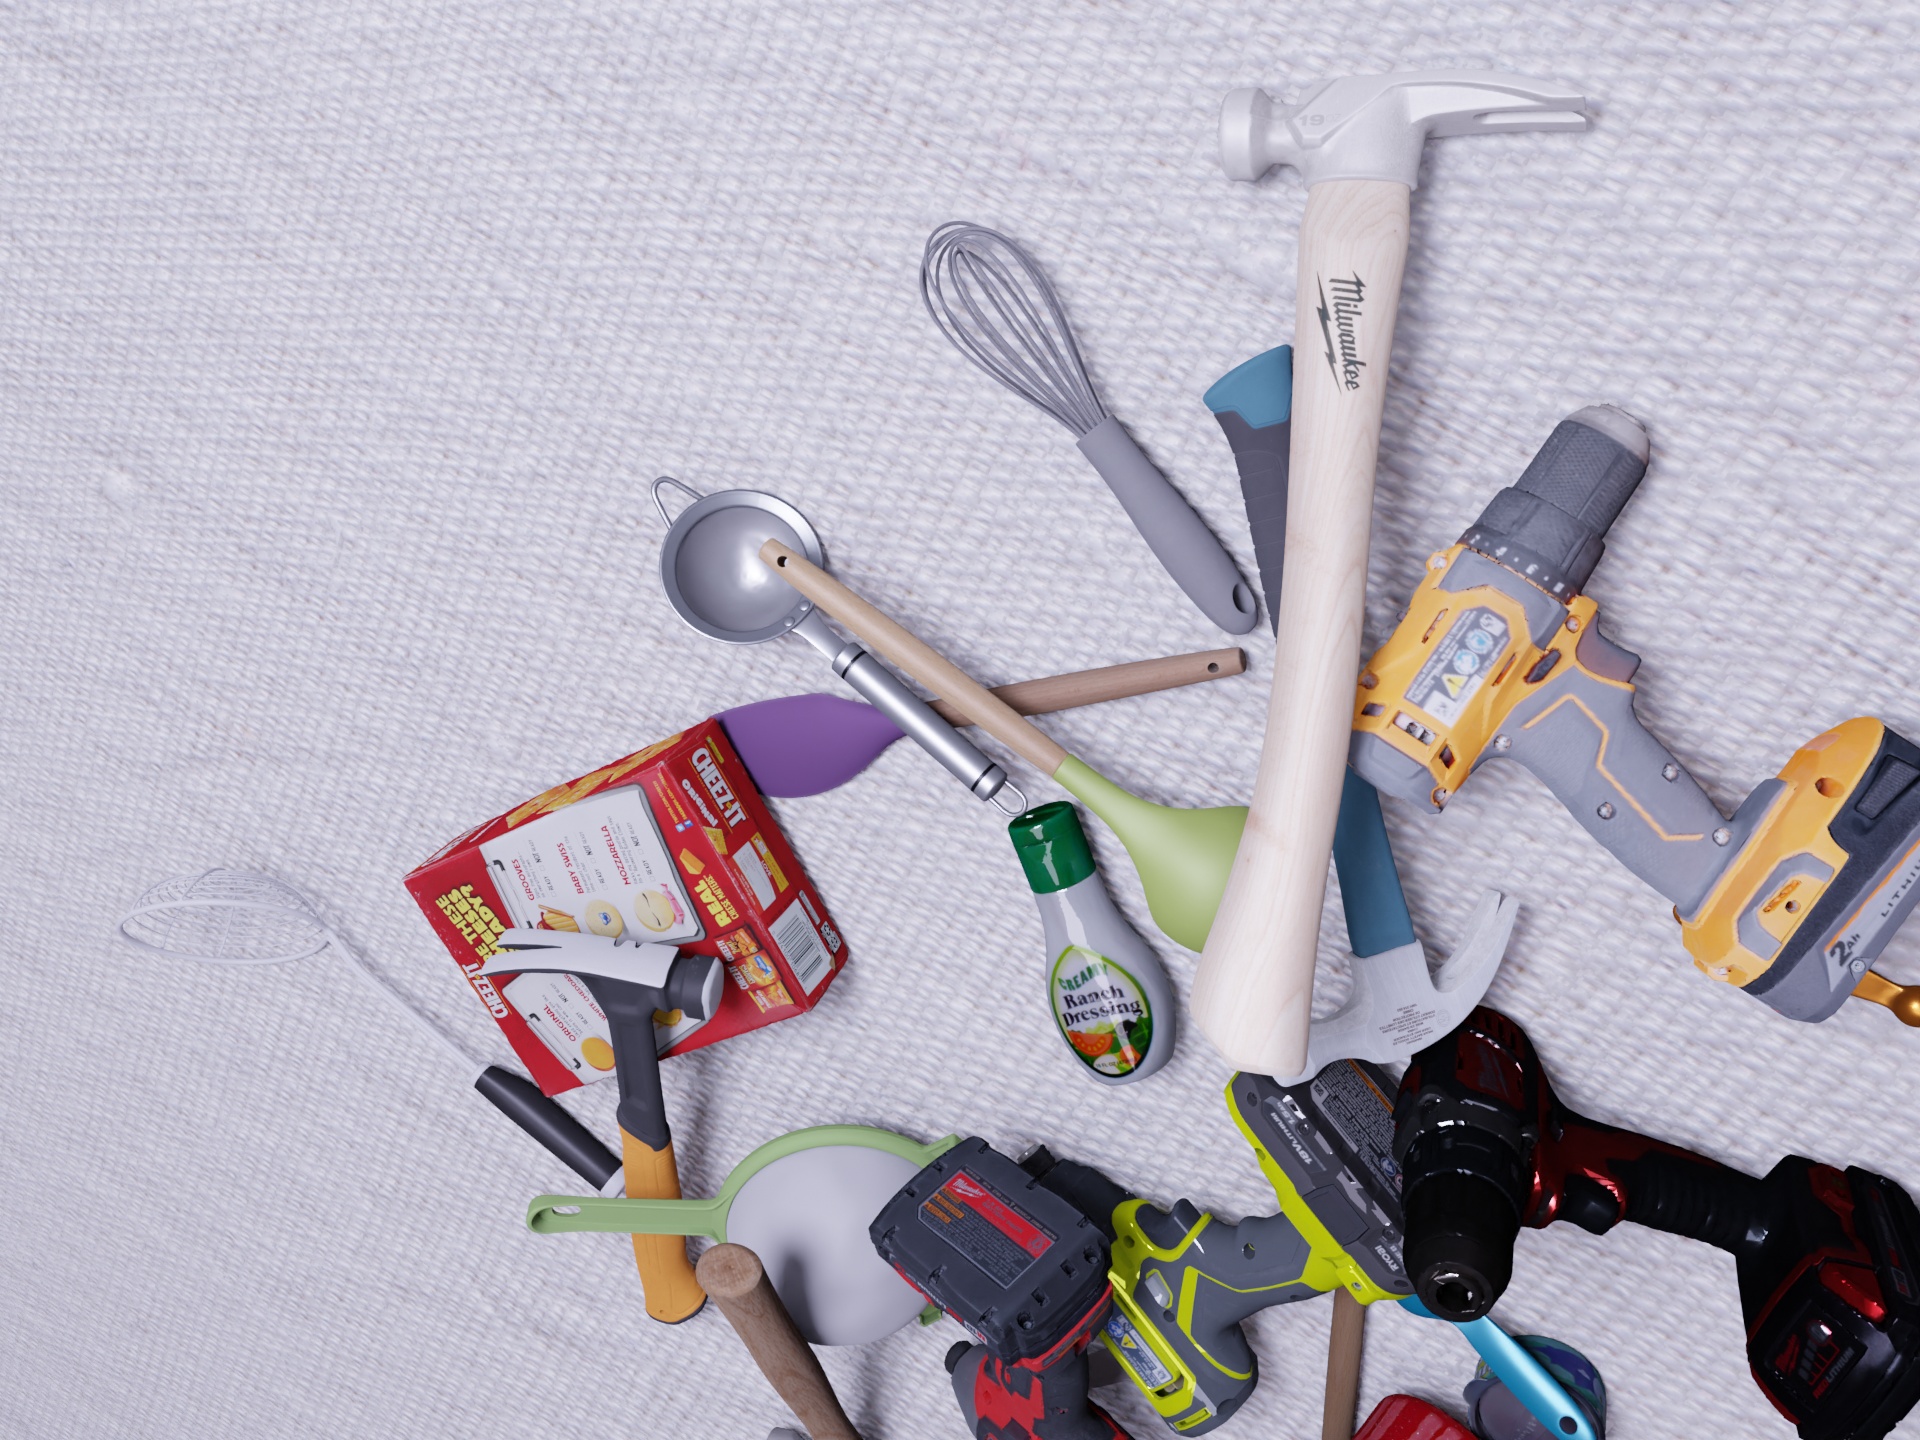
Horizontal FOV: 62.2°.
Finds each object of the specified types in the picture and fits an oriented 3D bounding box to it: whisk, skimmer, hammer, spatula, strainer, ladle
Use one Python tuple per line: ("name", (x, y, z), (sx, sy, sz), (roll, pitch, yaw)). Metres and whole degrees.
("whisk", (0.063, -0.135, 0.748), (0.055, 0.055, 0.239), (-37, 94, 29))
("skimmer", (-0.380, 0.216, 1.039), (0.363, 0.090, 0.127), (37, 151, 5))
("hammer", (-0.194, 0.253, 0.944), (0.127, 0.034, 0.336), (7, 129, 7))
("hammer", (-0.087, 0.386, 0.917), (0.130, 0.031, 0.331), (6, 139, 17))
("spatula", (-0.001, -0.003, 0.836), (0.316, 0.018, 0.059), (-11, 106, 28))
("strainer", (-0.065, -0.035, 0.830), (0.258, 0.050, 0.087), (41, 74, 10))
("hammer", (0.168, -0.005, 0.730), (0.128, 0.033, 0.331), (-15, 96, -6))
("strainer", (-0.120, 0.305, 0.906), (0.256, 0.069, 0.151), (5, 119, -7))
("hammer", (0.158, -0.060, 0.651), (0.146, 0.038, 0.410), (6, 88, 24))
("ladle", (0.030, 0.006, 0.795), (0.320, 0.062, 0.078), (36, 97, 8))

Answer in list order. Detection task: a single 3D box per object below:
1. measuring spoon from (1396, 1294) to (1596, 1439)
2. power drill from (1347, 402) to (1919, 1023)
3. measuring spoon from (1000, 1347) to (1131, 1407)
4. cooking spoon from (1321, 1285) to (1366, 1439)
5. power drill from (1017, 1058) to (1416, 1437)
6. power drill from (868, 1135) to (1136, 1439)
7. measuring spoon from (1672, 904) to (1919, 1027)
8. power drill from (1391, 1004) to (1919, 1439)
("measuring spoon", (0.264, 0.313, 0.798), (0.129, 0.021, 0.042), (45, 106, 31))
("power drill", (0.292, -0.006, 0.662), (0.226, 0.084, 0.185), (34, 97, 10))
("measuring spoon", (0.075, 0.383, 0.941), (0.124, 0.018, 0.034), (-25, 85, 22))
("cooking spoon", (0.208, 0.387, 0.877), (0.069, 0.017, 0.318), (5, 109, 15))
("power drill", (0.136, 0.259, 0.826), (0.171, 0.080, 0.223), (51, 127, 9))
("power drill", (0.029, 0.337, 0.859), (0.143, 0.078, 0.219), (25, 140, 43))
("measuring spoon", (0.377, 0.109, 0.711), (0.117, 0.011, 0.021), (23, 115, 15))
("power drill", (0.296, 0.225, 0.691), (0.227, 0.188, 0.080), (24, 117, 10))
